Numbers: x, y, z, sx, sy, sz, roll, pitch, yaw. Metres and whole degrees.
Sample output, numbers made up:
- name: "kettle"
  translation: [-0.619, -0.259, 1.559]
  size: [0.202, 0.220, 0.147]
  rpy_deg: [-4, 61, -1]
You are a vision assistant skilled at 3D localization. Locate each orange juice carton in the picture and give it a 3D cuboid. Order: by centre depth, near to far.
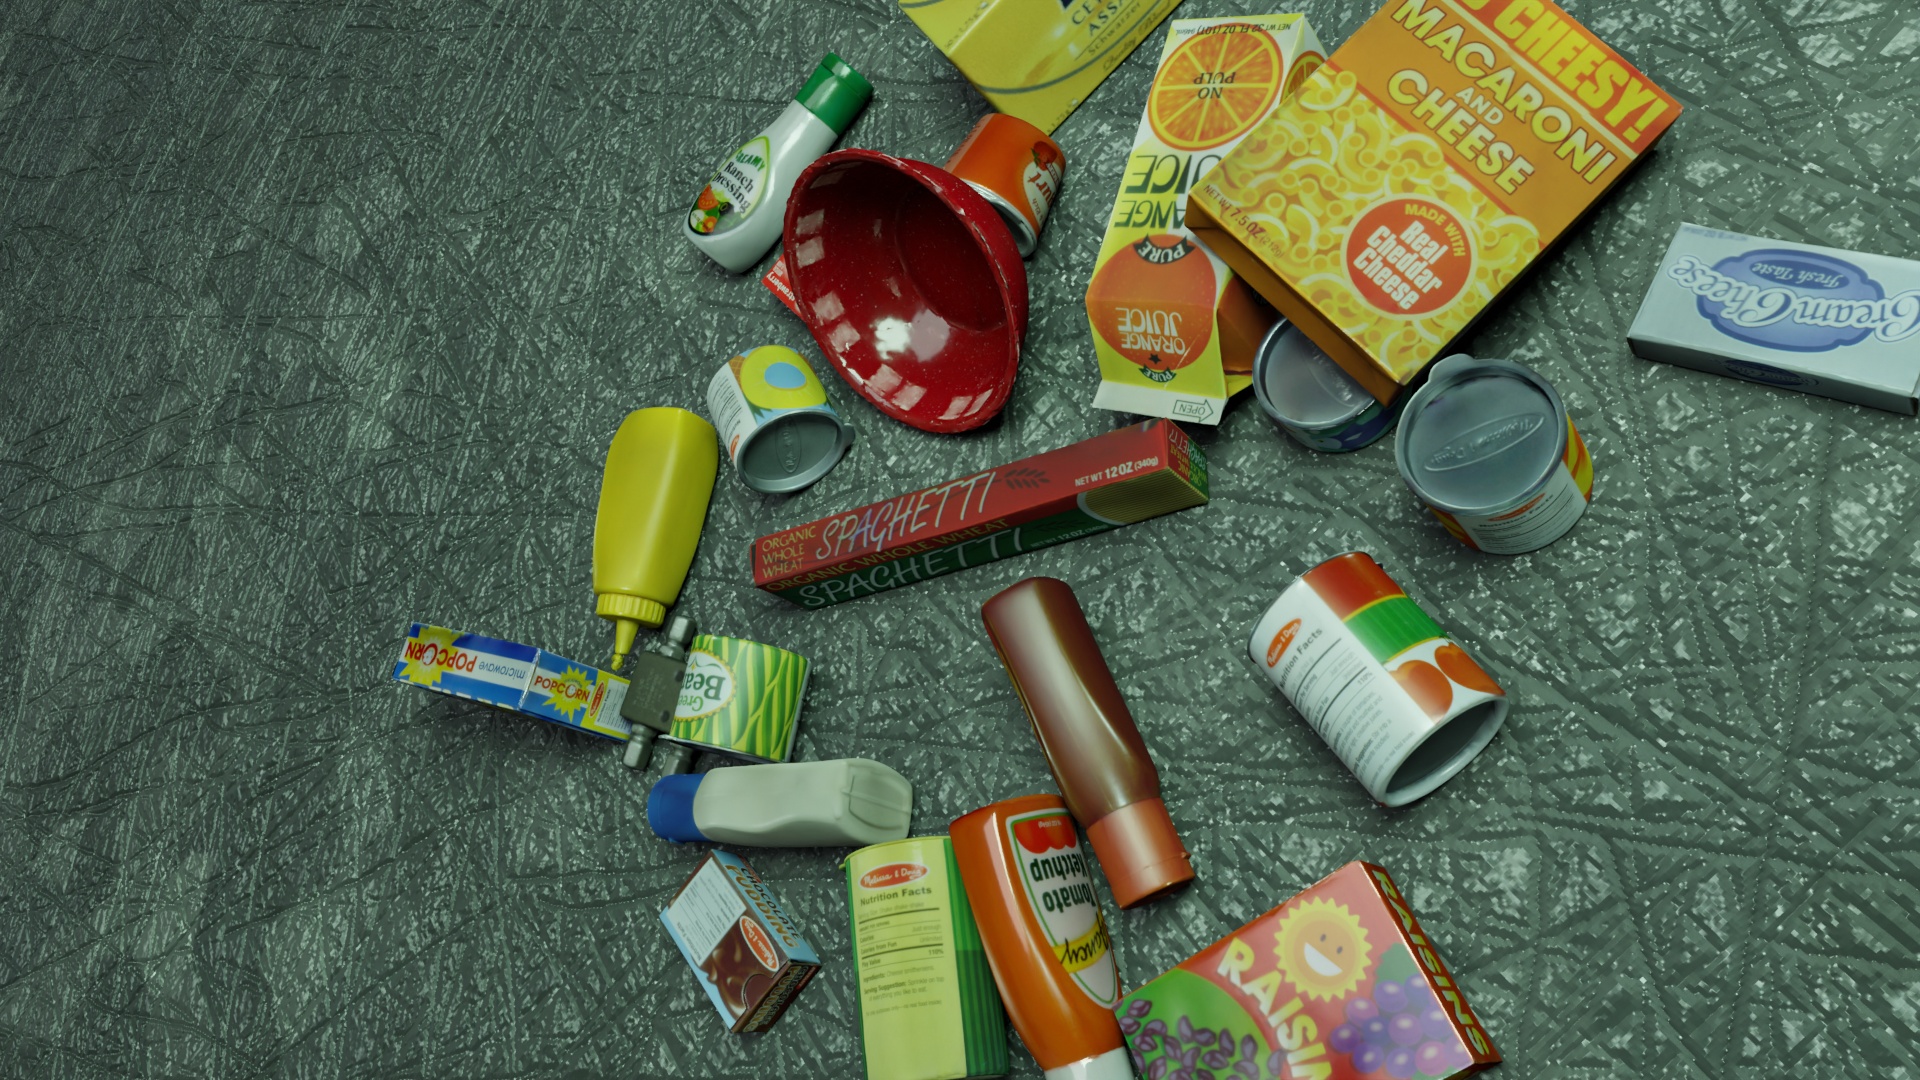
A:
- name: "orange juice carton"
  translation: [0.120, -0.149, 0.671]
  size: [0.072, 0.073, 0.193]
  rpy_deg: [12, 79, 36]

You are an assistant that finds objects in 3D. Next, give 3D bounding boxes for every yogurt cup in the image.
- name: "yogurt cup"
  translation: [0.022, -0.196, 0.762]
  size: [0.072, 0.072, 0.054]
  rpy_deg: [20, 76, 37]

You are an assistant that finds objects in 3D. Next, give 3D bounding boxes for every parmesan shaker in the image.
- name: "parmesan shaker"
  translation: [-0.018, 0.194, 0.634]
  size: [0.071, 0.071, 0.103]
  rpy_deg: [-20, 63, 27]

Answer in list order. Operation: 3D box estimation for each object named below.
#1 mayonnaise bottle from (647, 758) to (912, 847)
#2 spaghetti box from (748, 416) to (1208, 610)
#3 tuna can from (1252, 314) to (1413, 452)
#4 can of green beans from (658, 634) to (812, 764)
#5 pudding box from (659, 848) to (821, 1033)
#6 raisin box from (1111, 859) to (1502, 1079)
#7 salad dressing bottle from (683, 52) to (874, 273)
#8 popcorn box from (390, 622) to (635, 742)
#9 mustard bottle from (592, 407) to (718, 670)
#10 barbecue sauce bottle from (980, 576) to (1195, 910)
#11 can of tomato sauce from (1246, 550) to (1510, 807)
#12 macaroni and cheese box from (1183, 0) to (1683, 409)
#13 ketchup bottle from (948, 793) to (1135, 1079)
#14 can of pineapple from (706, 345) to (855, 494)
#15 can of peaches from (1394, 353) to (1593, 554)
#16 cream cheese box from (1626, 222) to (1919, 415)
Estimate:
- name: "mayonnaise bottle"
  translation: [-0.099, 0.136, 0.716]
  size: [0.148, 0.064, 0.041]
  rpy_deg: [-9, 65, 35]
- name: "spaghetti box"
  translation: [0.003, -0.009, 0.710]
  size: [0.249, 0.050, 0.029]
  rpy_deg: [-16, 63, 29]
- name: "tuna can"
  translation: [0.172, -0.077, 0.633]
  size: [0.071, 0.033, 0.071]
  rpy_deg: [-12, 66, 30]
- name: "can of green beans"
  translation: [-0.117, 0.086, 0.743]
  size: [0.071, 0.071, 0.058]
  rpy_deg: [2, 74, 35]
- name: "pudding box"
  translation: [-0.115, 0.207, 0.718]
  size: [0.049, 0.030, 0.084]
  rpy_deg: [-51, 53, 5]
- name: "raisin box"
  translation: [0.133, 0.195, 0.550]
  size: [0.123, 0.040, 0.086]
  rpy_deg: [-37, 55, 18]
- name: "salad dressing bottle"
  translation: [-0.114, -0.240, 0.882]
  size: [0.147, 0.044, 0.064]
  rpy_deg: [-50, 53, 7]
- name: "popcorn box"
  translation: [-0.264, 0.085, 0.830]
  size: [0.126, 0.085, 0.038]
  rpy_deg: [6, 75, 36]
- name: "mustard bottle"
  translation: [-0.190, 0.001, 0.836]
  size: [0.065, 0.049, 0.160]
  rpy_deg: [0, 73, 34]
- name: "barbecue sauce bottle"
  translation: [0.058, 0.090, 0.629]
  size: [0.043, 0.065, 0.149]
  rpy_deg: [-29, 67, 13]
- name: "can of tomato sauce"
  translation: [0.170, 0.055, 0.564]
  size: [0.071, 0.071, 0.083]
  rpy_deg: [-45, 54, 11]
- name: "macaroni and cheese box"
  translation: [0.199, -0.159, 0.596]
  size: [0.166, 0.040, 0.124]
  rpy_deg: [-44, 79, -3]
- name: "ketchup bottle"
  translation: [0.042, 0.187, 0.603]
  size: [0.043, 0.065, 0.149]
  rpy_deg: [-31, 66, 33]
- name: "can of pineapple"
  translation: [-0.104, -0.070, 0.797]
  size: [0.071, 0.071, 0.058]
  rpy_deg: [-40, 55, 15]
- name: "can of peaches"
  translation: [0.219, -0.035, 0.570]
  size: [0.071, 0.058, 0.071]
  rpy_deg: [-13, 65, 30]
- name: "cream cheese box"
  translation: [0.324, -0.088, 0.541]
  size: [0.104, 0.024, 0.053]
  rpy_deg: [23, 86, 38]
